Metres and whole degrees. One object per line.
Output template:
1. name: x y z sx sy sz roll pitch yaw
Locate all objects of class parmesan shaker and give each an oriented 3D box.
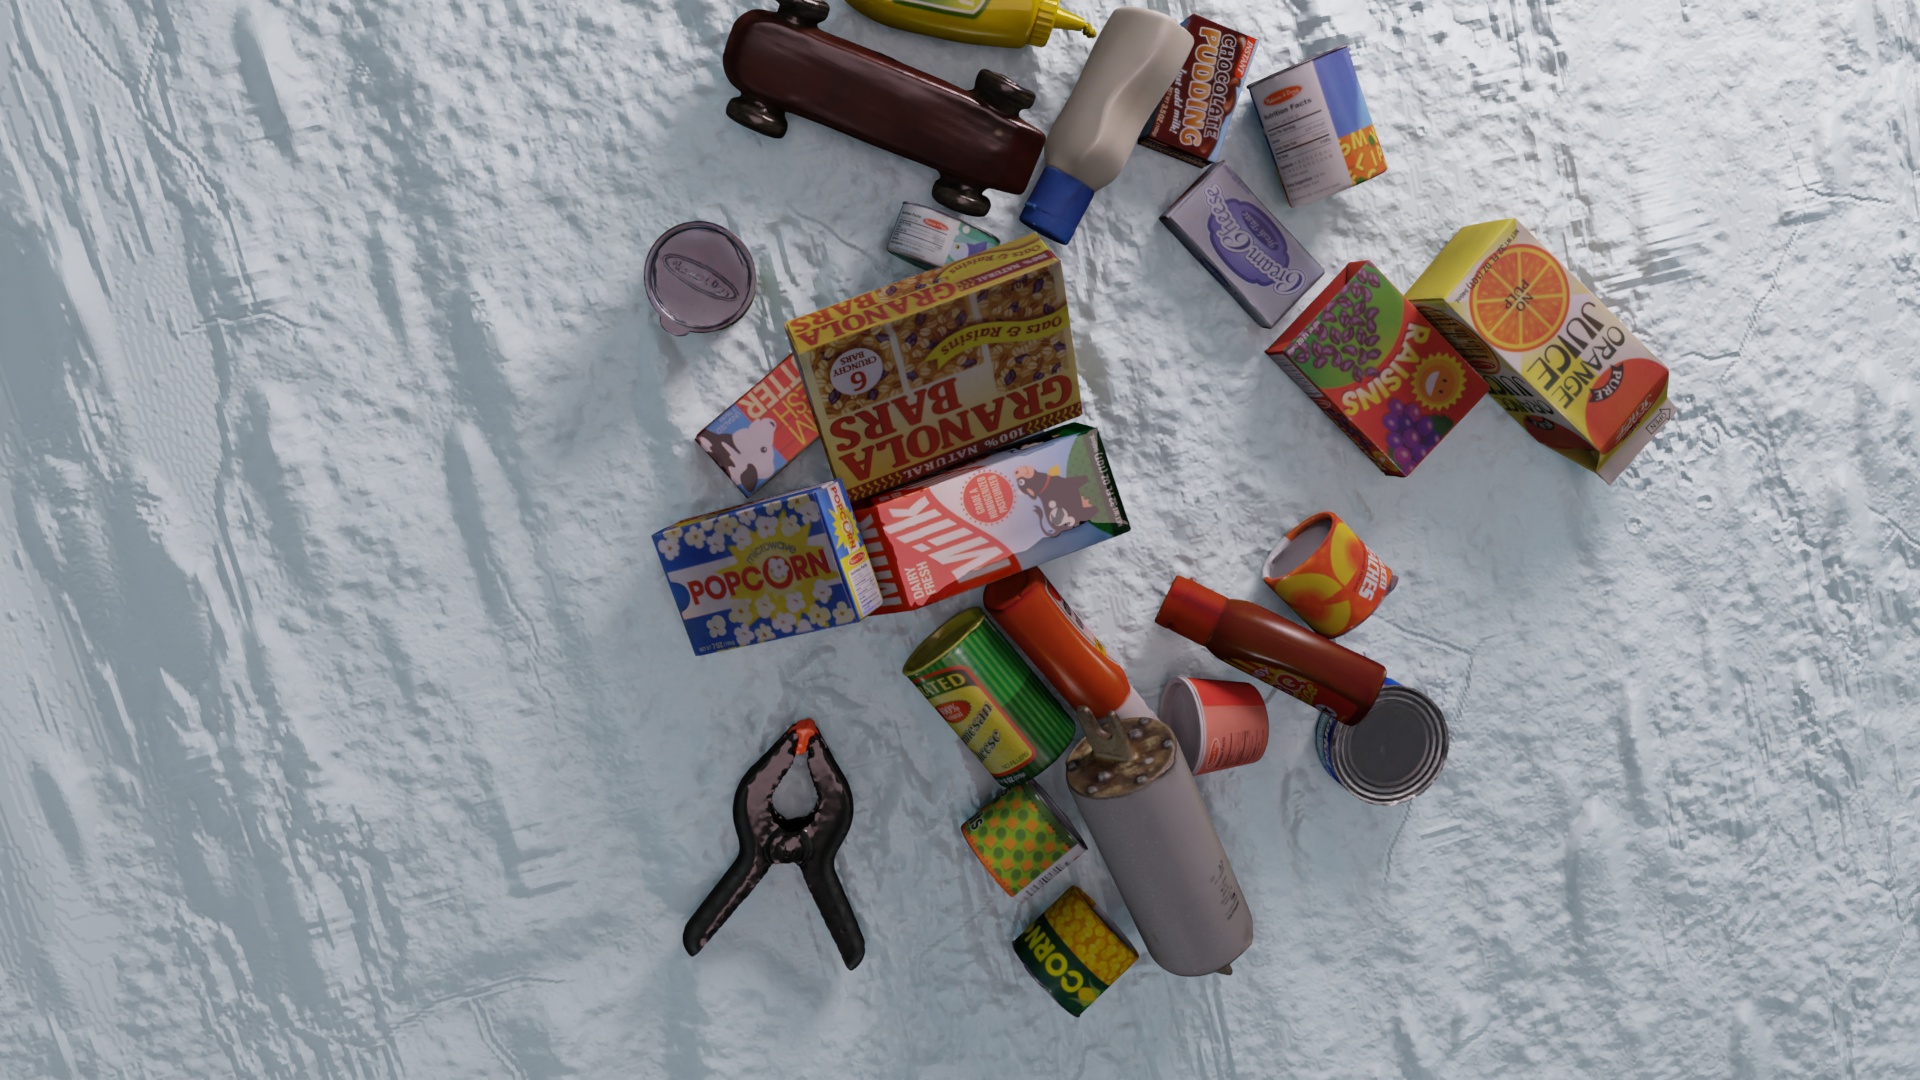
1. parmesan shaker: 0.021 0.102 0.907 0.071 0.071 0.103 -40 100 -1

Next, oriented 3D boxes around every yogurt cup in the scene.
1. yogurt cup: 0.171 0.124 0.936 0.054 0.072 0.072 -1 98 -16

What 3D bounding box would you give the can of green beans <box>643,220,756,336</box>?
1. can of green beans: -0.159 -0.161 0.856 0.071 0.058 0.071 -1 98 -8

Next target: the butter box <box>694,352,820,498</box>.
1. butter box: -0.114 -0.080 0.890 0.103 0.024 0.053 -41 101 -1

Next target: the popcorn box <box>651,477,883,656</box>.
1. popcorn box: -0.120 0.018 0.866 0.126 0.038 0.085 -13 101 26

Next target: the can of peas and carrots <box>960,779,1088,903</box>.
1. can of peas and carrots: 0.041 0.196 0.926 0.059 0.071 0.071 -40 101 0

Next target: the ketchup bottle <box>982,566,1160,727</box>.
1. ketchup bottle: 0.076 0.081 0.919 0.043 0.065 0.148 -40 109 2

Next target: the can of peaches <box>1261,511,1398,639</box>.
1. can of peaches: 0.246 0.022 0.929 0.058 0.071 0.071 43 90 -10

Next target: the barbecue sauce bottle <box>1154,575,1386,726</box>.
1. barbecue sauce bottle: 0.204 0.071 0.923 0.148 0.064 0.044 27 74 9

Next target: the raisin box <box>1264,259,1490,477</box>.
1. raisin box: 0.279 -0.114 0.931 0.123 0.040 0.086 43 89 -9

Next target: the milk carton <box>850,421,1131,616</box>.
1. milk carton: 0.003 -0.011 0.889 0.191 0.073 0.072 -20 99 -4

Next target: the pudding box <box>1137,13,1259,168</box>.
1. pudding box: 0.153 -0.289 0.896 0.050 0.030 0.083 19 95 -11

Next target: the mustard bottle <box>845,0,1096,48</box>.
1. mustard bottle: 0.010 -0.339 0.860 0.160 0.049 0.065 12 98 -9

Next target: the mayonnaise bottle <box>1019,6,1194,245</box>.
1. mayonnaise bottle: 0.087 -0.260 0.876 0.041 0.065 0.148 23 99 -38

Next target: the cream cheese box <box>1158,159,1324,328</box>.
1. cream cheese box: 0.186 -0.194 0.915 0.103 0.024 0.053 44 90 -11

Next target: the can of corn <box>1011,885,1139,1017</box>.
1. can of corn: 0.077 0.276 0.938 0.058 0.071 0.071 -44 101 -1

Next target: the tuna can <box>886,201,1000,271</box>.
1. tuna can: -0.010 -0.184 0.871 0.071 0.071 0.033 21 96 -10

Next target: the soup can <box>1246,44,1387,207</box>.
1. soup can: 0.231 -0.266 0.893 0.071 0.071 0.083 -23 101 -4

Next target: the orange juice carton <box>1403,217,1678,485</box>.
1. orange juice carton: 0.394 -0.123 0.928 0.192 0.073 0.072 40 91 -11

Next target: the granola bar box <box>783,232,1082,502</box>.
1. granola bar box: -0.013 -0.105 0.859 0.166 0.039 0.123 -21 134 -8
